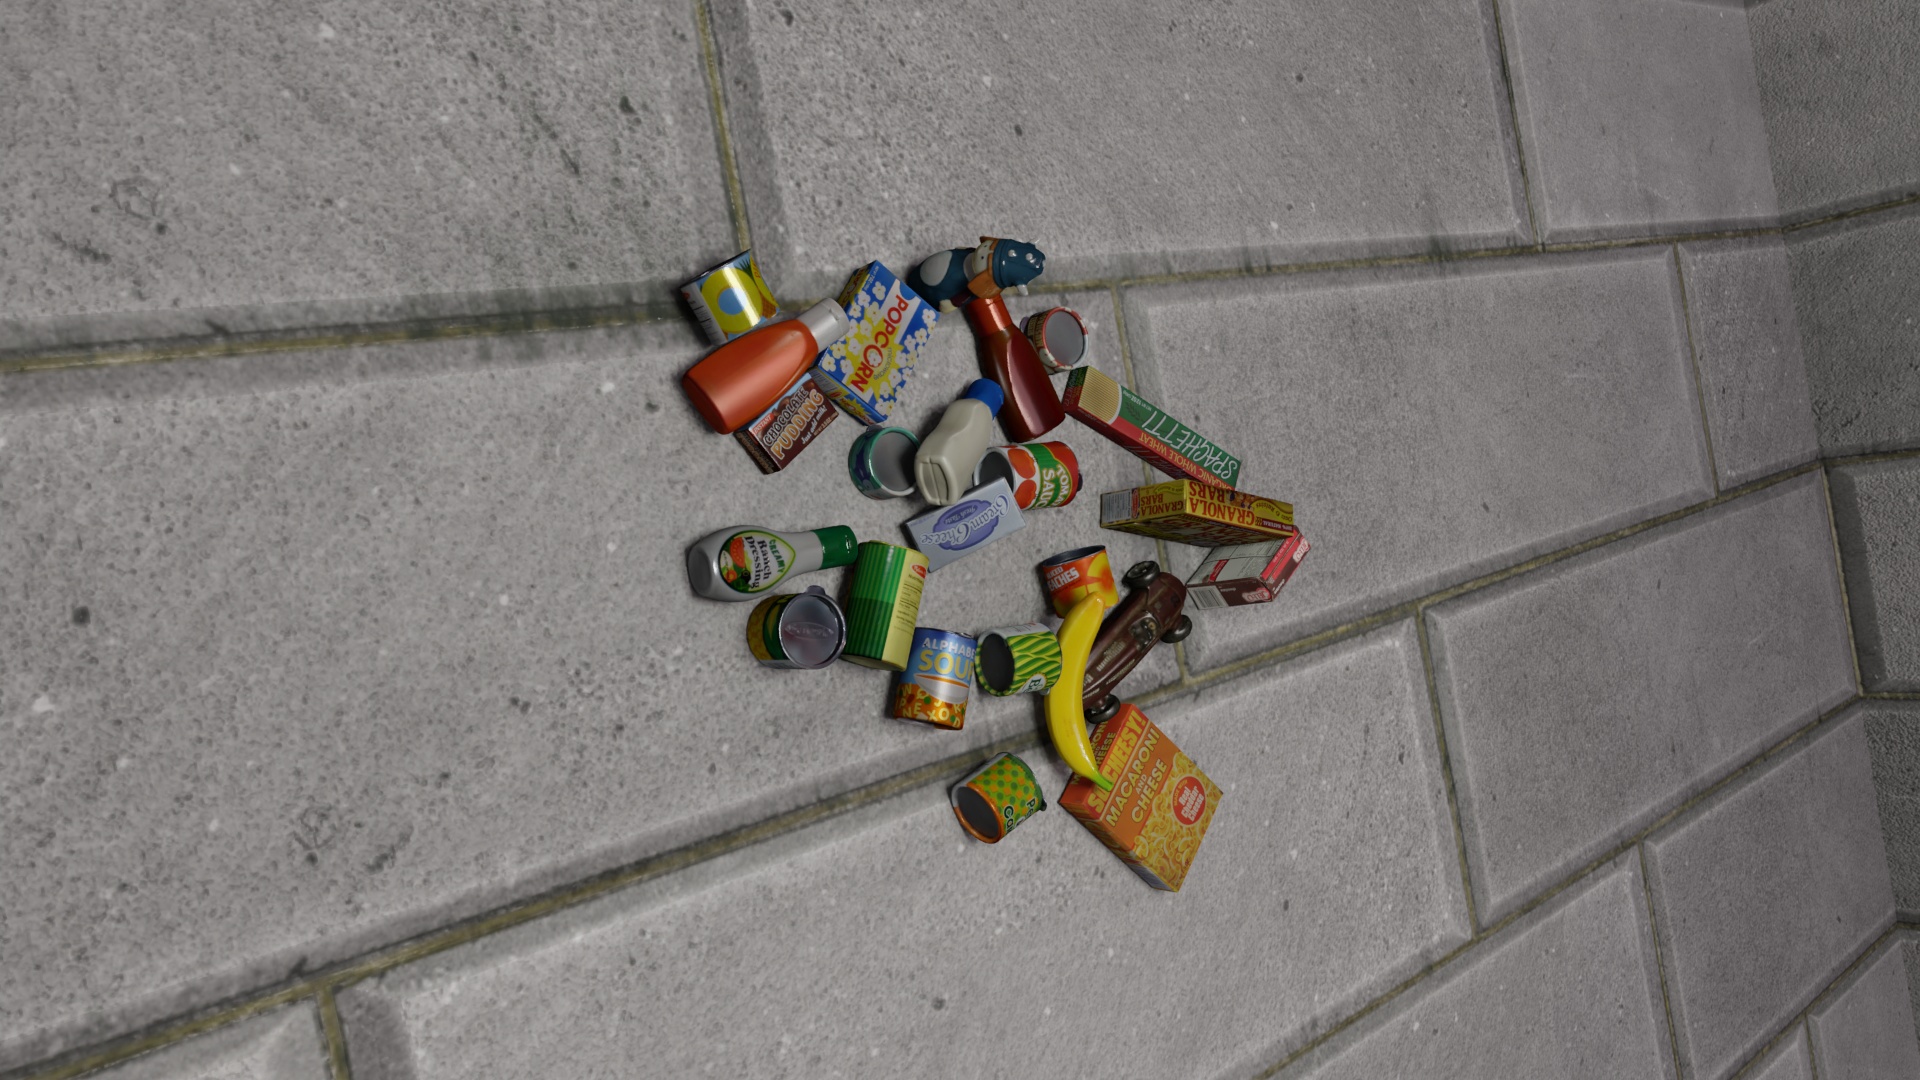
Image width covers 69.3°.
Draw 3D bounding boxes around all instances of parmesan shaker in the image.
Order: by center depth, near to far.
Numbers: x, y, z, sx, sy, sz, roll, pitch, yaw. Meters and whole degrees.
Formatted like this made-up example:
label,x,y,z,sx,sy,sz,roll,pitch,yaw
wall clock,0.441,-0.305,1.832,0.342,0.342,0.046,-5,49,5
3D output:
label,x,y,z,sx,sy,sz,roll,pitch,yaw
parmesan shaker,-0.072,0.059,1.235,0.071,0.071,0.103,22,73,-34

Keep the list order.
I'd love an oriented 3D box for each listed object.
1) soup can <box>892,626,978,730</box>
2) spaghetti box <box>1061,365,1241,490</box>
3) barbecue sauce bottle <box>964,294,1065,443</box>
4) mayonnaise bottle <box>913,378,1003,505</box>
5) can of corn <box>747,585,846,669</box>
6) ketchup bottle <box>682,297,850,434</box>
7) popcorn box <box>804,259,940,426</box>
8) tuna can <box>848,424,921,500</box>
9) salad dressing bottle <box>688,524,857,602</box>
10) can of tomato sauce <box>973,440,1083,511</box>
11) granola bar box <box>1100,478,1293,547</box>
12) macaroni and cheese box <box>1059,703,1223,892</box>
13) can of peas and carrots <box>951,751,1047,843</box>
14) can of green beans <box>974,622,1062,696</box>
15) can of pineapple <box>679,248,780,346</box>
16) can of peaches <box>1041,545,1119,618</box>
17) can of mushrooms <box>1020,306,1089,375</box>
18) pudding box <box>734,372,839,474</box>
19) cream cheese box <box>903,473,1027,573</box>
label,x,y,z,sx,sy,sz,roll,pitch,yaw
soup can,-0.022,0.126,1.264,0.071,0.071,0.084,19,74,-35
spaghetti box,0.211,-0.111,1.498,0.250,0.028,0.050,27,70,-32
barbecue sauce bottle,0.051,-0.174,1.372,0.065,0.043,0.148,-35,106,-40
mayonnaise bottle,0.001,-0.098,1.302,0.149,0.041,0.064,-62,148,-46
can of corn,-0.140,0.075,1.186,0.071,0.058,0.071,5,82,-37
ketchup bottle,-0.161,-0.155,1.186,0.149,0.043,0.064,-38,96,-22
popcorn box,-0.082,-0.180,1.273,0.085,0.038,0.127,38,64,-27
tuna can,-0.067,-0.073,1.276,0.071,0.033,0.071,4,83,-38
salad dressing bottle,-0.158,0.014,1.189,0.148,0.044,0.064,-11,91,-38
can of tomato sauce,0.065,-0.061,1.354,0.083,0.071,0.071,-7,90,-37
granola bar box,0.248,-0.025,1.457,0.166,0.124,0.039,10,78,-36
macaroni and cheese box,0.188,0.265,1.430,0.166,0.040,0.124,45,61,-26
can of peas and carrots,0.036,0.242,1.296,0.059,0.071,0.071,-30,103,-35
can of green beans,0.055,0.114,1.328,0.058,0.071,0.071,-5,88,-38
can of pineapple,-0.192,-0.205,1.172,0.071,0.071,0.057,-40,110,-34
can of peaches,0.118,0.042,1.385,0.071,0.071,0.058,-22,99,-37
can of mushrooms,0.096,-0.205,1.417,0.071,0.033,0.071,4,83,-37
pudding box,-0.152,-0.103,1.215,0.084,0.030,0.049,-48,113,-31
cream cheese box,0.005,-0.016,1.296,0.104,0.024,0.053,-26,104,-1
